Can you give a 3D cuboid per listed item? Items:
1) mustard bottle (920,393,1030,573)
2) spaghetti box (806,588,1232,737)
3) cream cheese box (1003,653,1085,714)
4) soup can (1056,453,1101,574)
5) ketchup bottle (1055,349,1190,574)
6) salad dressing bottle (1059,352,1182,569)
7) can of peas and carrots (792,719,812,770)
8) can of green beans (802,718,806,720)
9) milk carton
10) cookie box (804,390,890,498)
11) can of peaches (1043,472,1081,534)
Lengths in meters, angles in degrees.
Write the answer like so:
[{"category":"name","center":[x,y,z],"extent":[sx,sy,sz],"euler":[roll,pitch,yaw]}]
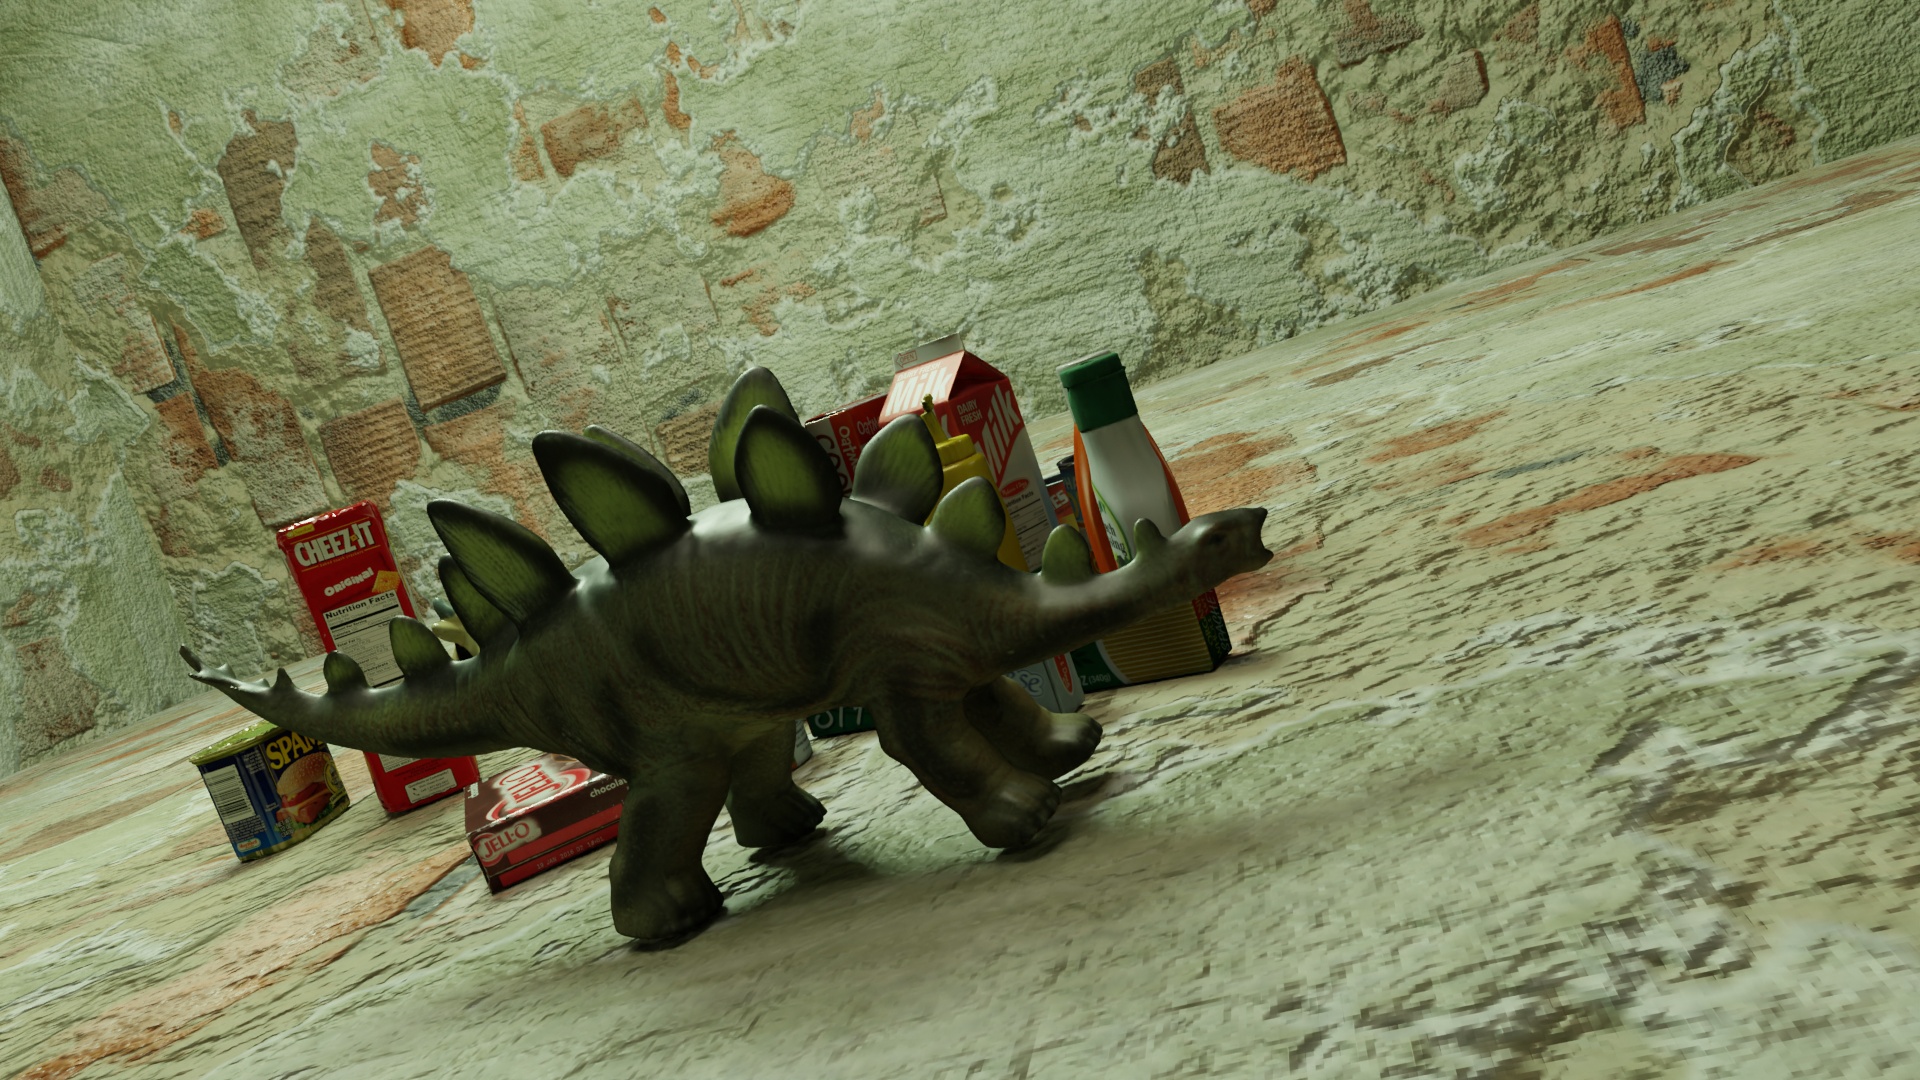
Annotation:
[{"category":"mustard bottle","center":[0.003,-0.010,0.824],"extent":[0.049,0.160,0.065],"euler":[-17,7,16]},{"category":"spaghetti box","center":[0.015,0.059,0.714],"extent":[0.249,0.050,0.029],"euler":[-14,8,33]},{"category":"cream cheese box","center":[0.005,0.066,0.675],"extent":[0.103,0.053,0.024],"euler":[-14,8,34]},{"category":"soup can","center":[0.108,-0.024,0.957],"extent":[0.071,0.083,0.071],"euler":[-19,7,3]},{"category":"ketchup bottle","center":[0.101,-0.045,0.876],"extent":[0.065,0.148,0.043],"euler":[-20,7,-8]},{"category":"salad dressing bottle","center":[0.098,-0.035,0.816],"extent":[0.044,0.147,0.064],"euler":[-19,7,2]},{"category":"can of peas and carrots","center":[-0.121,0.098,0.738],"extent":[0.071,0.058,0.071],"euler":[-19,7,2]},{"category":"can of green beans","center":[-0.094,0.074,0.853],"extent":[0.071,0.057,0.071],"euler":[-19,7,2]},{"category":"milk carton","center":[0.006,-0.050,0.991],"extent":[0.072,0.190,0.074],"euler":[-13,9,42]},{"category":"cookie box","center":[-0.050,-0.025,1.041],"extent":[0.040,0.167,0.123],"euler":[-16,7,22]},{"category":"can of peaches","center":[0.090,-0.024,1.108],"extent":[0.071,0.058,0.071],"euler":[-19,7,2]}]
